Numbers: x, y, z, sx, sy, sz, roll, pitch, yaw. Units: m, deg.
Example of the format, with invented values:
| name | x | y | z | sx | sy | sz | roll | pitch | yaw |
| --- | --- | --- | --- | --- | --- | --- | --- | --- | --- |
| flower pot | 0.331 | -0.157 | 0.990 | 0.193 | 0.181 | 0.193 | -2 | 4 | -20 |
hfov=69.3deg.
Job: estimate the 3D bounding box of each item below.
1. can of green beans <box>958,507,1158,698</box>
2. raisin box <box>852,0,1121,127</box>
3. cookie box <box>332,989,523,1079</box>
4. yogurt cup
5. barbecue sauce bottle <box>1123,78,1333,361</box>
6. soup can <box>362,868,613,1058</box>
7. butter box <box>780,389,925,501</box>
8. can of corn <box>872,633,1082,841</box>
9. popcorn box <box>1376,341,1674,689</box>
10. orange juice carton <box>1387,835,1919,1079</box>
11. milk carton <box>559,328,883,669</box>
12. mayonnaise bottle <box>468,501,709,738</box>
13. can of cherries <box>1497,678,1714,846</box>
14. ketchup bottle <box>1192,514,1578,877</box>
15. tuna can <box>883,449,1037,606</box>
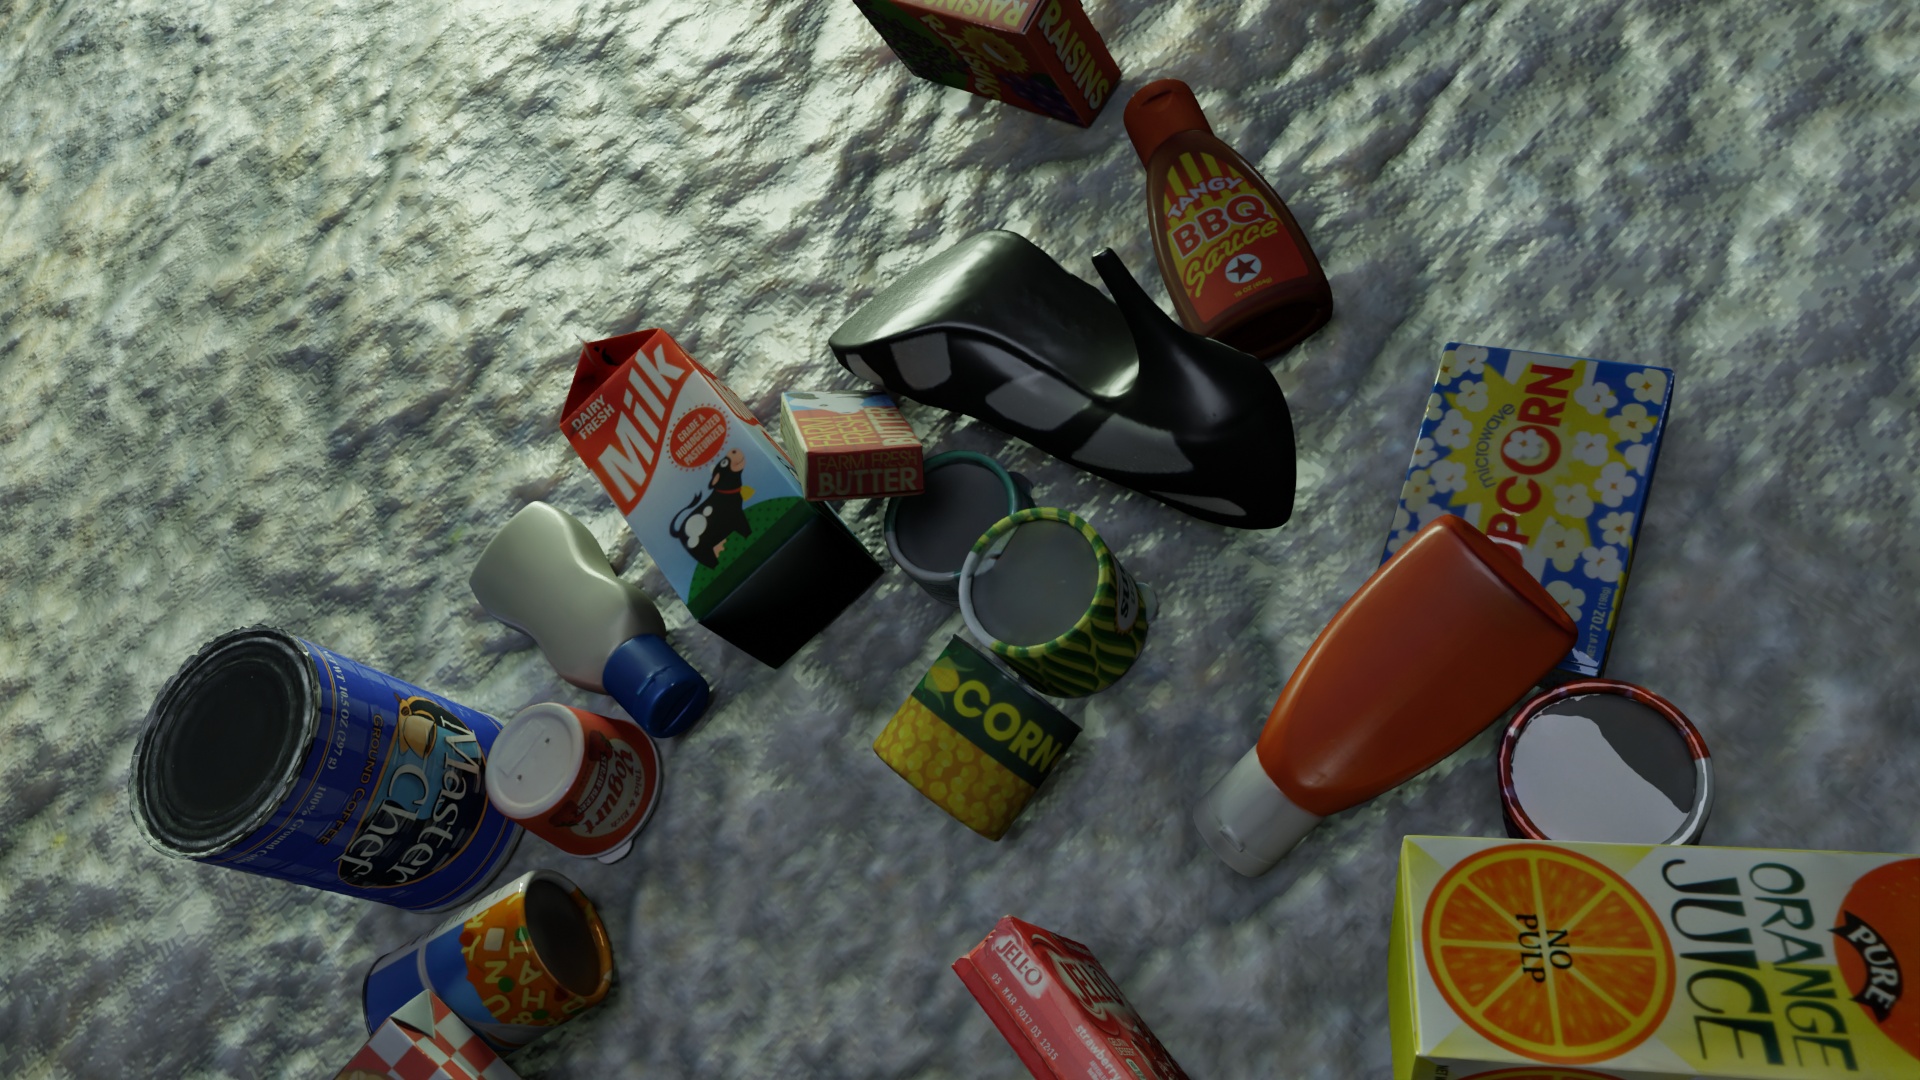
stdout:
| name | x | y | z | sx | sy | sz | roll | pitch | yaw |
| --- | --- | --- | --- | --- | --- | --- | --- | --- | --- |
| can of green beans | 0.039 | 0.026 | 0.585 | 0.071 | 0.057 | 0.071 | -10 | 63 | 20 |
| raisin box | 0.011 | -0.265 | 0.717 | 0.123 | 0.086 | 0.040 | 28 | 87 | 32 |
| cookie box | -0.233 | 0.288 | 0.556 | 0.123 | 0.040 | 0.167 | 42 | 91 | 3 |
| yogurt cup | -0.182 | 0.109 | 0.647 | 0.072 | 0.054 | 0.072 | -10 | 62 | 20 |
| barbecue sauce bottle | 0.116 | -0.151 | 0.643 | 0.065 | 0.043 | 0.149 | -24 | 59 | 11 |
| soup can | -0.205 | 0.195 | 0.610 | 0.083 | 0.071 | 0.071 | -31 | 58 | 8 |
| butter box | -0.051 | -0.045 | 0.637 | 0.053 | 0.024 | 0.104 | -4 | 21 | -12 |
| can of corn | 0.007 | 0.081 | 0.566 | 0.071 | 0.071 | 0.058 | 34 | 85 | 32 |
| popcorn box | 0.216 | -0.011 | 0.536 | 0.085 | 0.038 | 0.127 | 13 | 73 | 28 |
| orange juice carton | 0.231 | 0.141 | 0.416 | 0.193 | 0.071 | 0.073 | 0 | 48 | 12 |
| milk carton | -0.128 | -0.034 | 0.679 | 0.073 | 0.072 | 0.191 | -43 | 57 | 1 |
| mayonnaise bottle | -0.182 | 0.041 | 0.687 | 0.148 | 0.041 | 0.065 | 37 | 86 | 31 |
| can of cherries | 0.217 | 0.085 | 0.477 | 0.071 | 0.058 | 0.072 | -9 | 64 | 20 |
| ketchup bottle | 0.145 | 0.062 | 0.502 | 0.065 | 0.043 | 0.148 | 46 | 113 | 15 |
| tuna can | 0.002 | -0.008 | 0.632 | 0.071 | 0.032 | 0.071 | -10 | 64 | 20 |
